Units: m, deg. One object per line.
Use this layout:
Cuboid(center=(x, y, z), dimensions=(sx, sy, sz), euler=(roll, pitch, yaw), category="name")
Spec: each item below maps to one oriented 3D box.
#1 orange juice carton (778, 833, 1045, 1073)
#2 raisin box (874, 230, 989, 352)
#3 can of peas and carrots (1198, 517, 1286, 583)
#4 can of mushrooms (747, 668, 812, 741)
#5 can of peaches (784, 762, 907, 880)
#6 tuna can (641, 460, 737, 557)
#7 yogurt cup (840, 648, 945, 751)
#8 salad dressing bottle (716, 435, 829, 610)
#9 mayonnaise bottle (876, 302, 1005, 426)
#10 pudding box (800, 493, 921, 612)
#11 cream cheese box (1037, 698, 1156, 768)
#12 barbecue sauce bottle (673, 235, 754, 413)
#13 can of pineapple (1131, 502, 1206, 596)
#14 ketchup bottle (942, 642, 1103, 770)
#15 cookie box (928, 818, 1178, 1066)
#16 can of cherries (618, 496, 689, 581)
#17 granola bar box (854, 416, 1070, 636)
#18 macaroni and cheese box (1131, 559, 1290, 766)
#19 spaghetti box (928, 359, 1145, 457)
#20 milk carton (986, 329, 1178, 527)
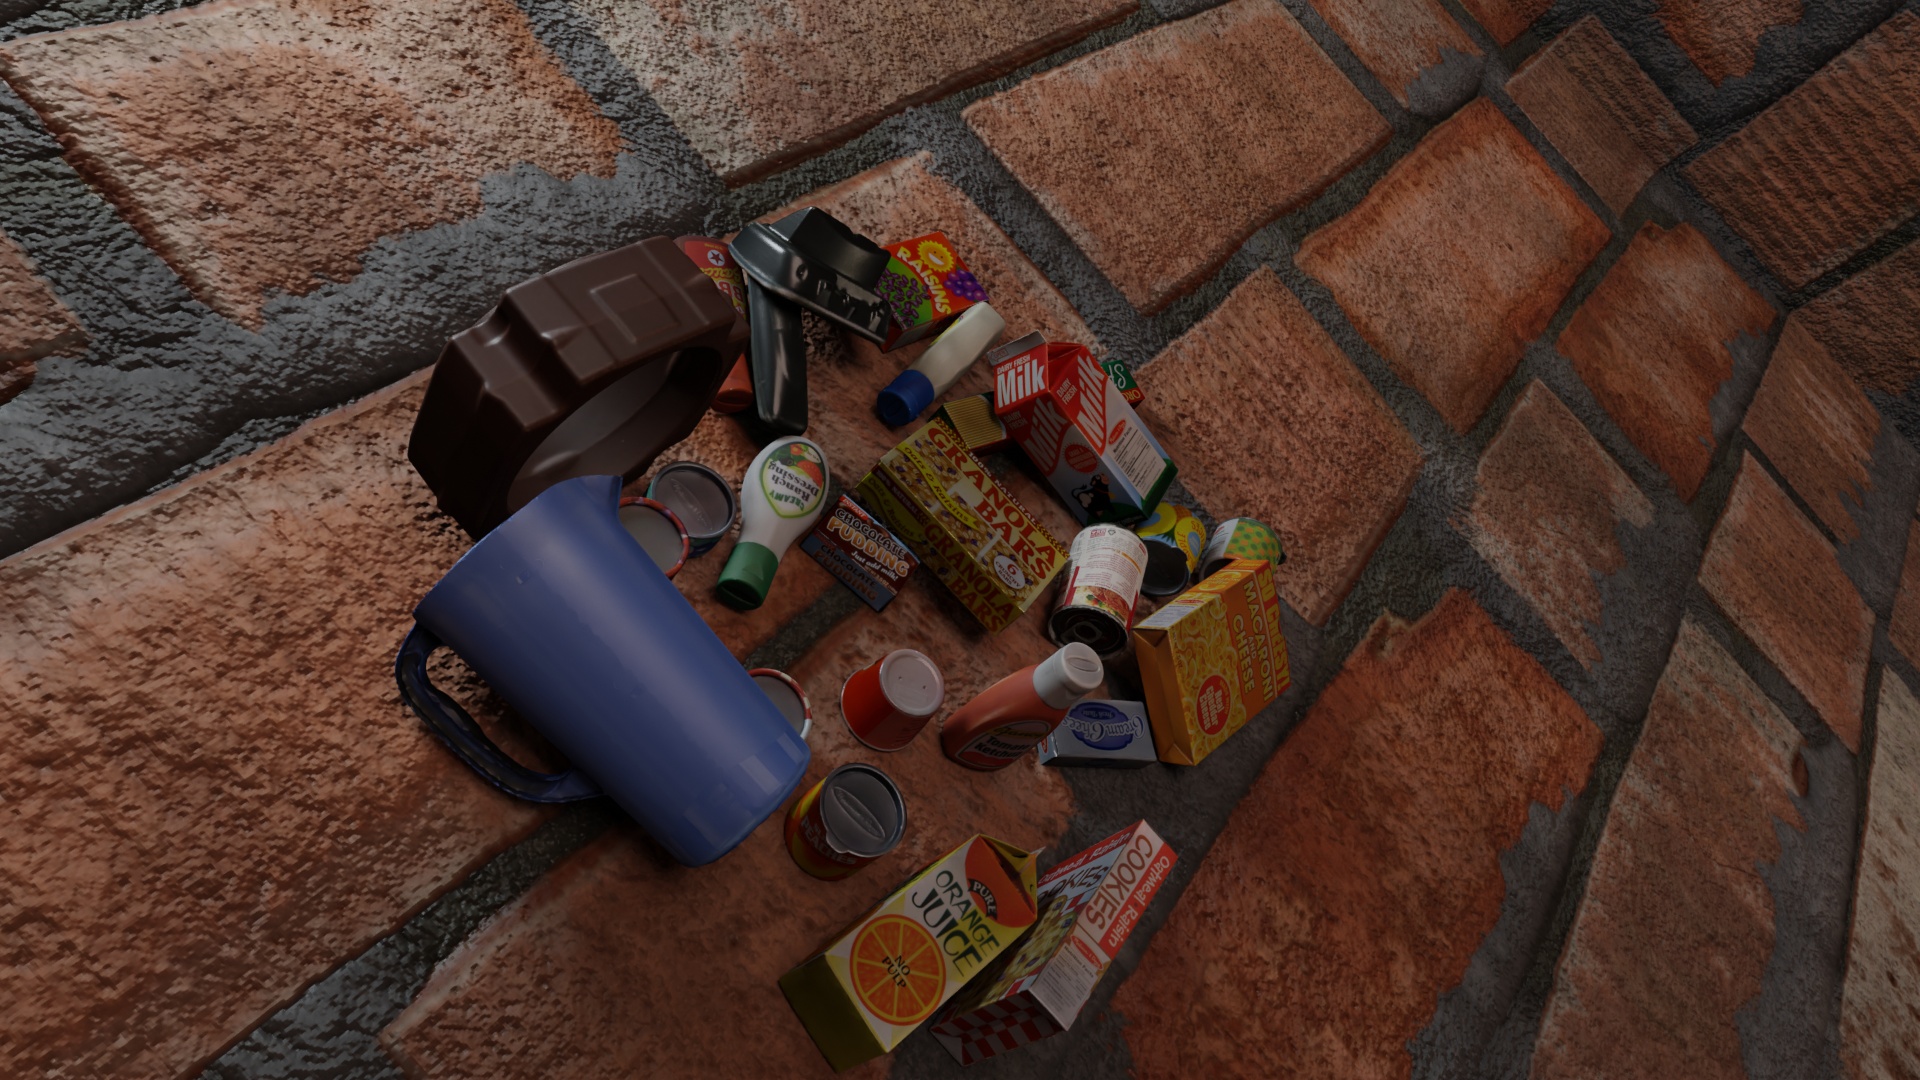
Cuboid(center=(-0.020, 0.264, 0.934), dimensions=(0.193, 0.071, 0.073), euler=(-29, 81, -43), category="orange juice carton")
Cuboid(center=(-0.043, -0.229, 1.269), dimensions=(0.124, 0.040, 0.086), euler=(-27, 78, -44), category="raisin box")
Cuboid(center=(0.263, 0.023, 1.297), dimensions=(0.071, 0.070, 0.059), euler=(39, 47, -7), category="can of peas and carrots")
Cuboid(center=(-0.141, 0.123, 0.969), dimensions=(0.071, 0.033, 0.071), euler=(17, 53, -25), category="can of mushrooms")
Cuboid(center=(-0.080, 0.194, 0.948), dimensions=(0.071, 0.057, 0.071), euler=(18, 53, -25), category="can of peaches")
Cuboid(center=(-0.203, -0.021, 1.022), dimensions=(0.071, 0.032, 0.071), euler=(18, 52, -25), category="tuna can")
Cuboid(center=(-0.048, 0.115, 1.026), dimensions=(0.072, 0.053, 0.073), euler=(17, 53, -25), category="yogurt cup")
Cuboid(center=(-0.143, -0.014, 1.051), dimensions=(0.064, 0.043, 0.148), euler=(31, 48, -16), category="salad dressing bottle")
Cuboid(center=(-0.019, -0.153, 1.221), dimensions=(0.041, 0.064, 0.149), euler=(46, 49, -4), category="mayonnaise bottle")
Cuboid(center=(-0.077, 0.010, 1.091), dimensions=(0.083, 0.030, 0.050), euler=(41, 45, -6), category="pudding box")
Cuboid(center=(0.109, 0.156, 1.129), dimensions=(0.104, 0.024, 0.053), euler=(8, 57, -31), category="cream cheese box")
Cuboid(center=(-0.198, -0.174, 1.120), dimensions=(0.065, 0.043, 0.149), euler=(6, 58, -40), category="barbecue sauce bottle")
Cuboid(center=(0.184, 0.007, 1.250), dimensions=(0.071, 0.070, 0.058), euler=(40, 46, -7), category="can of pineapple")
Cuboid(center=(0.048, 0.122, 1.023), dimensions=(0.065, 0.148, 0.044), euler=(15, 52, -27), category="ketchup bottle")
Cuboid(center=(0.066, 0.275, 0.952), dimensions=(0.040, 0.122, 0.168), euler=(48, 46, -1), category="cookie box")
Cuboid(center=(-0.227, 0.011, 0.966), dimensions=(0.071, 0.058, 0.072), euler=(18, 53, -25), category="can of cherries")
Cuboid(center=(0.004, -0.014, 1.140), dimensions=(0.165, 0.039, 0.125), euler=(47, 31, 0), category="granola bar box")
Cuboid(center=(0.221, 0.102, 1.197), dimensions=(0.167, 0.040, 0.123), euler=(-27, 109, -43), category="macaroni and cheese box")
Cuboid(center=(0.077, -0.123, 1.289), dimensions=(0.251, 0.028, 0.050), euler=(-19, 74, -41), category="spaghetti box")
Cuboid(center=(0.102, -0.102, 1.228), dimensions=(0.190, 0.072, 0.074), euler=(50, 51, -18), category="milk carton")
